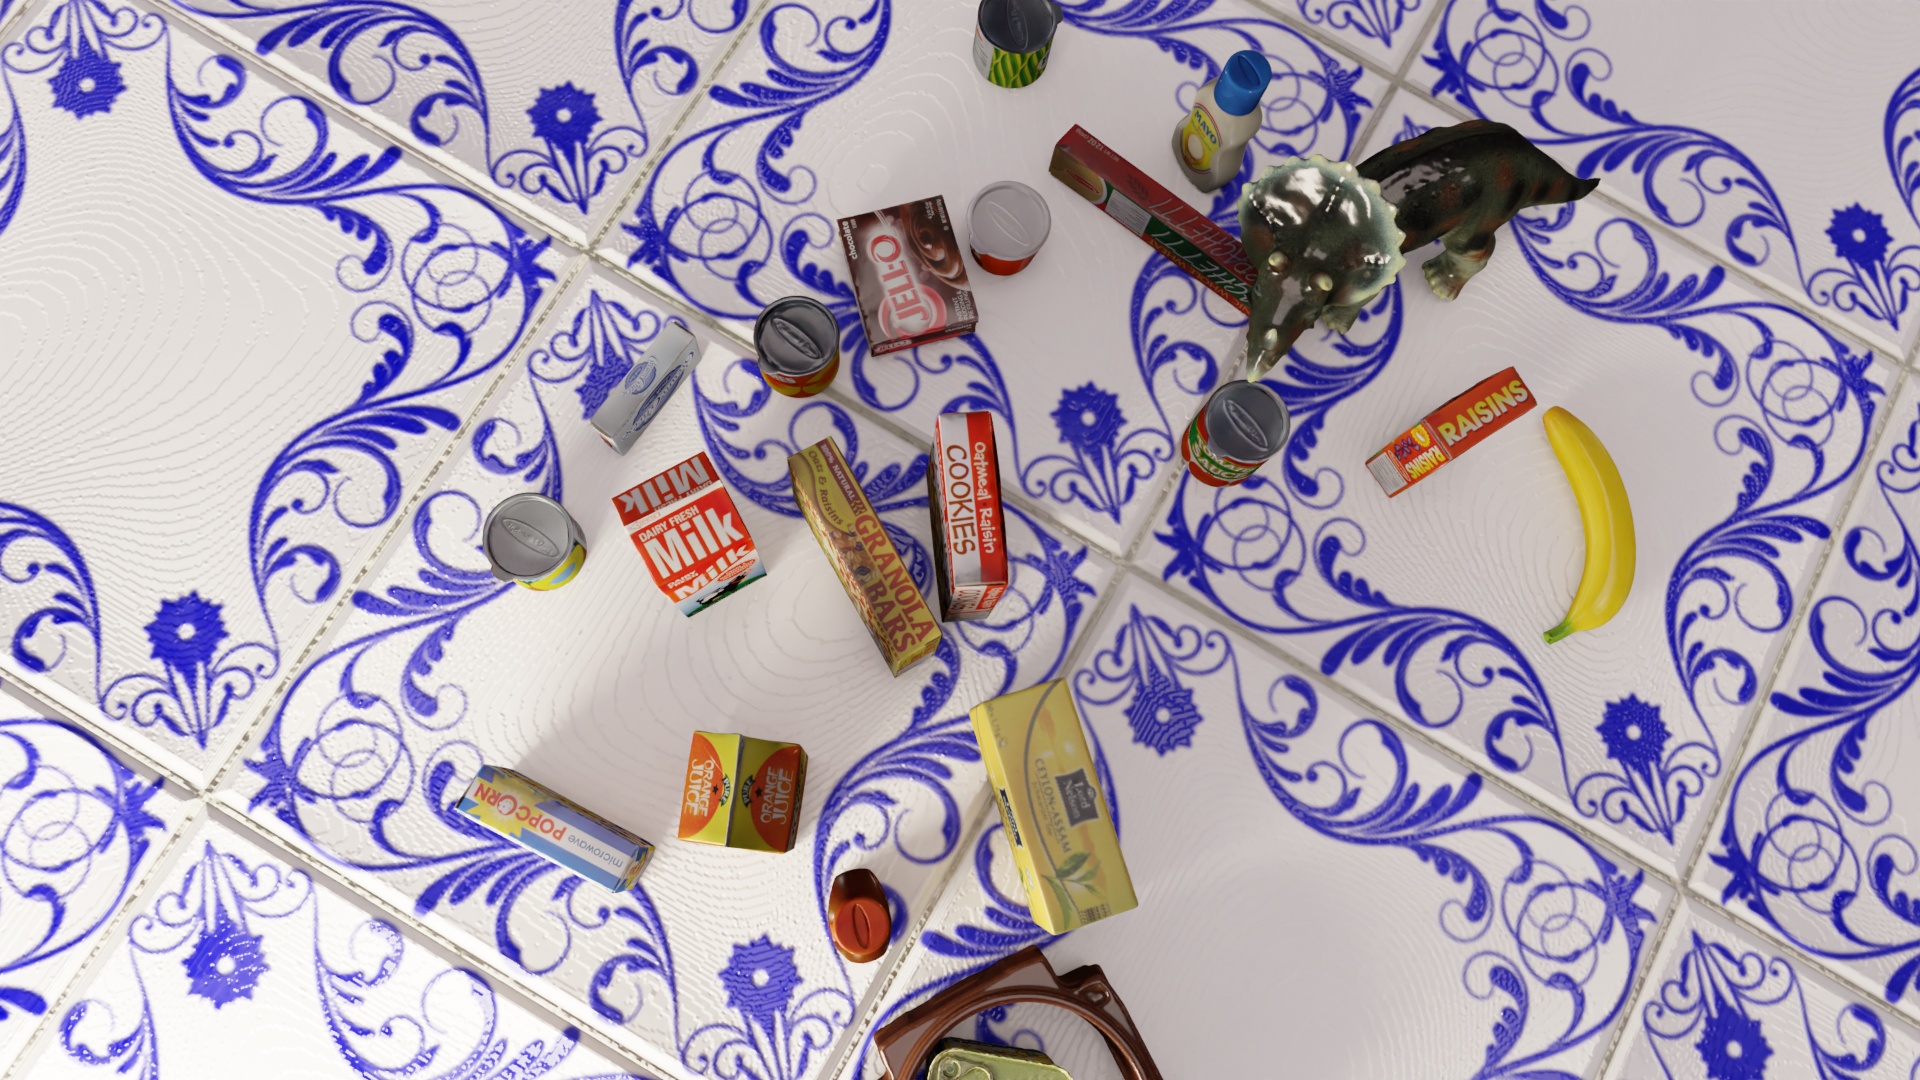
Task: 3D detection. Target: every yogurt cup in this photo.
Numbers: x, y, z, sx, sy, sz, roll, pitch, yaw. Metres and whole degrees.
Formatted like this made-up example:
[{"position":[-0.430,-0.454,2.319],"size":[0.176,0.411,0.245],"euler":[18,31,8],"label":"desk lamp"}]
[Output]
[{"position":[0.037,-0.250,1.127],"size":[0.072,0.054,0.072],"euler":[1,78,-4],"label":"yogurt cup"}]

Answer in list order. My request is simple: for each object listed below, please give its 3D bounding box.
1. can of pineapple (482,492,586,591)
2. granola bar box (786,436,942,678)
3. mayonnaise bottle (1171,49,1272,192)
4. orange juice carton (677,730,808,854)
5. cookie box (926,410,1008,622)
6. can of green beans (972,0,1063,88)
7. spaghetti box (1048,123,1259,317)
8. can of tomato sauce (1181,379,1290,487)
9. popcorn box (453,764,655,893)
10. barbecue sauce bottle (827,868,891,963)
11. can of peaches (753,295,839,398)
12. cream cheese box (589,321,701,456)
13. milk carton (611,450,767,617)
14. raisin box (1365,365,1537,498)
[{"position":[-0.320,0.003,1.043],"size":[0.071,0.057,0.071],"euler":[1,78,-4],"label":"can of pineapple"},{"position":[-0.071,0.015,1.025],"size":[0.039,0.124,0.165],"euler":[-29,82,-9],"label":"granola bar box"},{"position":[0.210,-0.337,1.111],"size":[0.041,0.147,0.065],"euler":[-29,82,-9],"label":"mayonnaise bottle"},{"position":[-0.147,0.173,0.950],"size":[0.073,0.192,0.072],"euler":[8,78,-3],"label":"orange juice carton"},{"position":[0.004,-0.013,1.015],"size":[0.040,0.167,0.123],"euler":[-5,79,-5],"label":"cookie box"},{"position":[0.045,-0.422,1.163],"size":[0.071,0.057,0.071],"euler":[1,78,-4],"label":"can of green beans"},{"position":[0.182,-0.250,1.140],"size":[0.250,0.050,0.029],"euler":[37,78,4],"label":"spaghetti box"},{"position":[0.213,-0.080,1.089],"size":[0.071,0.083,0.071],"euler":[1,78,-4],"label":"can of tomato sauce"},{"position":[-0.285,0.205,0.988],"size":[0.127,0.085,0.038],"euler":[27,78,2],"label":"popcorn box"},{"position":[-0.069,0.261,0.960],"size":[0.044,0.148,0.065],"euler":[-12,80,-7],"label":"barbecue sauce bottle"},{"position":[-0.129,-0.149,1.090],"size":[0.071,0.058,0.071],"euler":[1,78,-4],"label":"can of peaches"},{"position":[-0.243,-0.118,1.077],"size":[0.024,0.053,0.104],"euler":[35,78,3],"label":"cream cheese box"},{"position":[-0.191,-0.005,0.986],"size":[0.072,0.190,0.073],"euler":[-28,82,-9],"label":"milk carton"},{"position":[0.379,-0.083,1.082],"size":[0.086,0.123,0.040],"euler":[-30,82,-10],"label":"raisin box"}]
